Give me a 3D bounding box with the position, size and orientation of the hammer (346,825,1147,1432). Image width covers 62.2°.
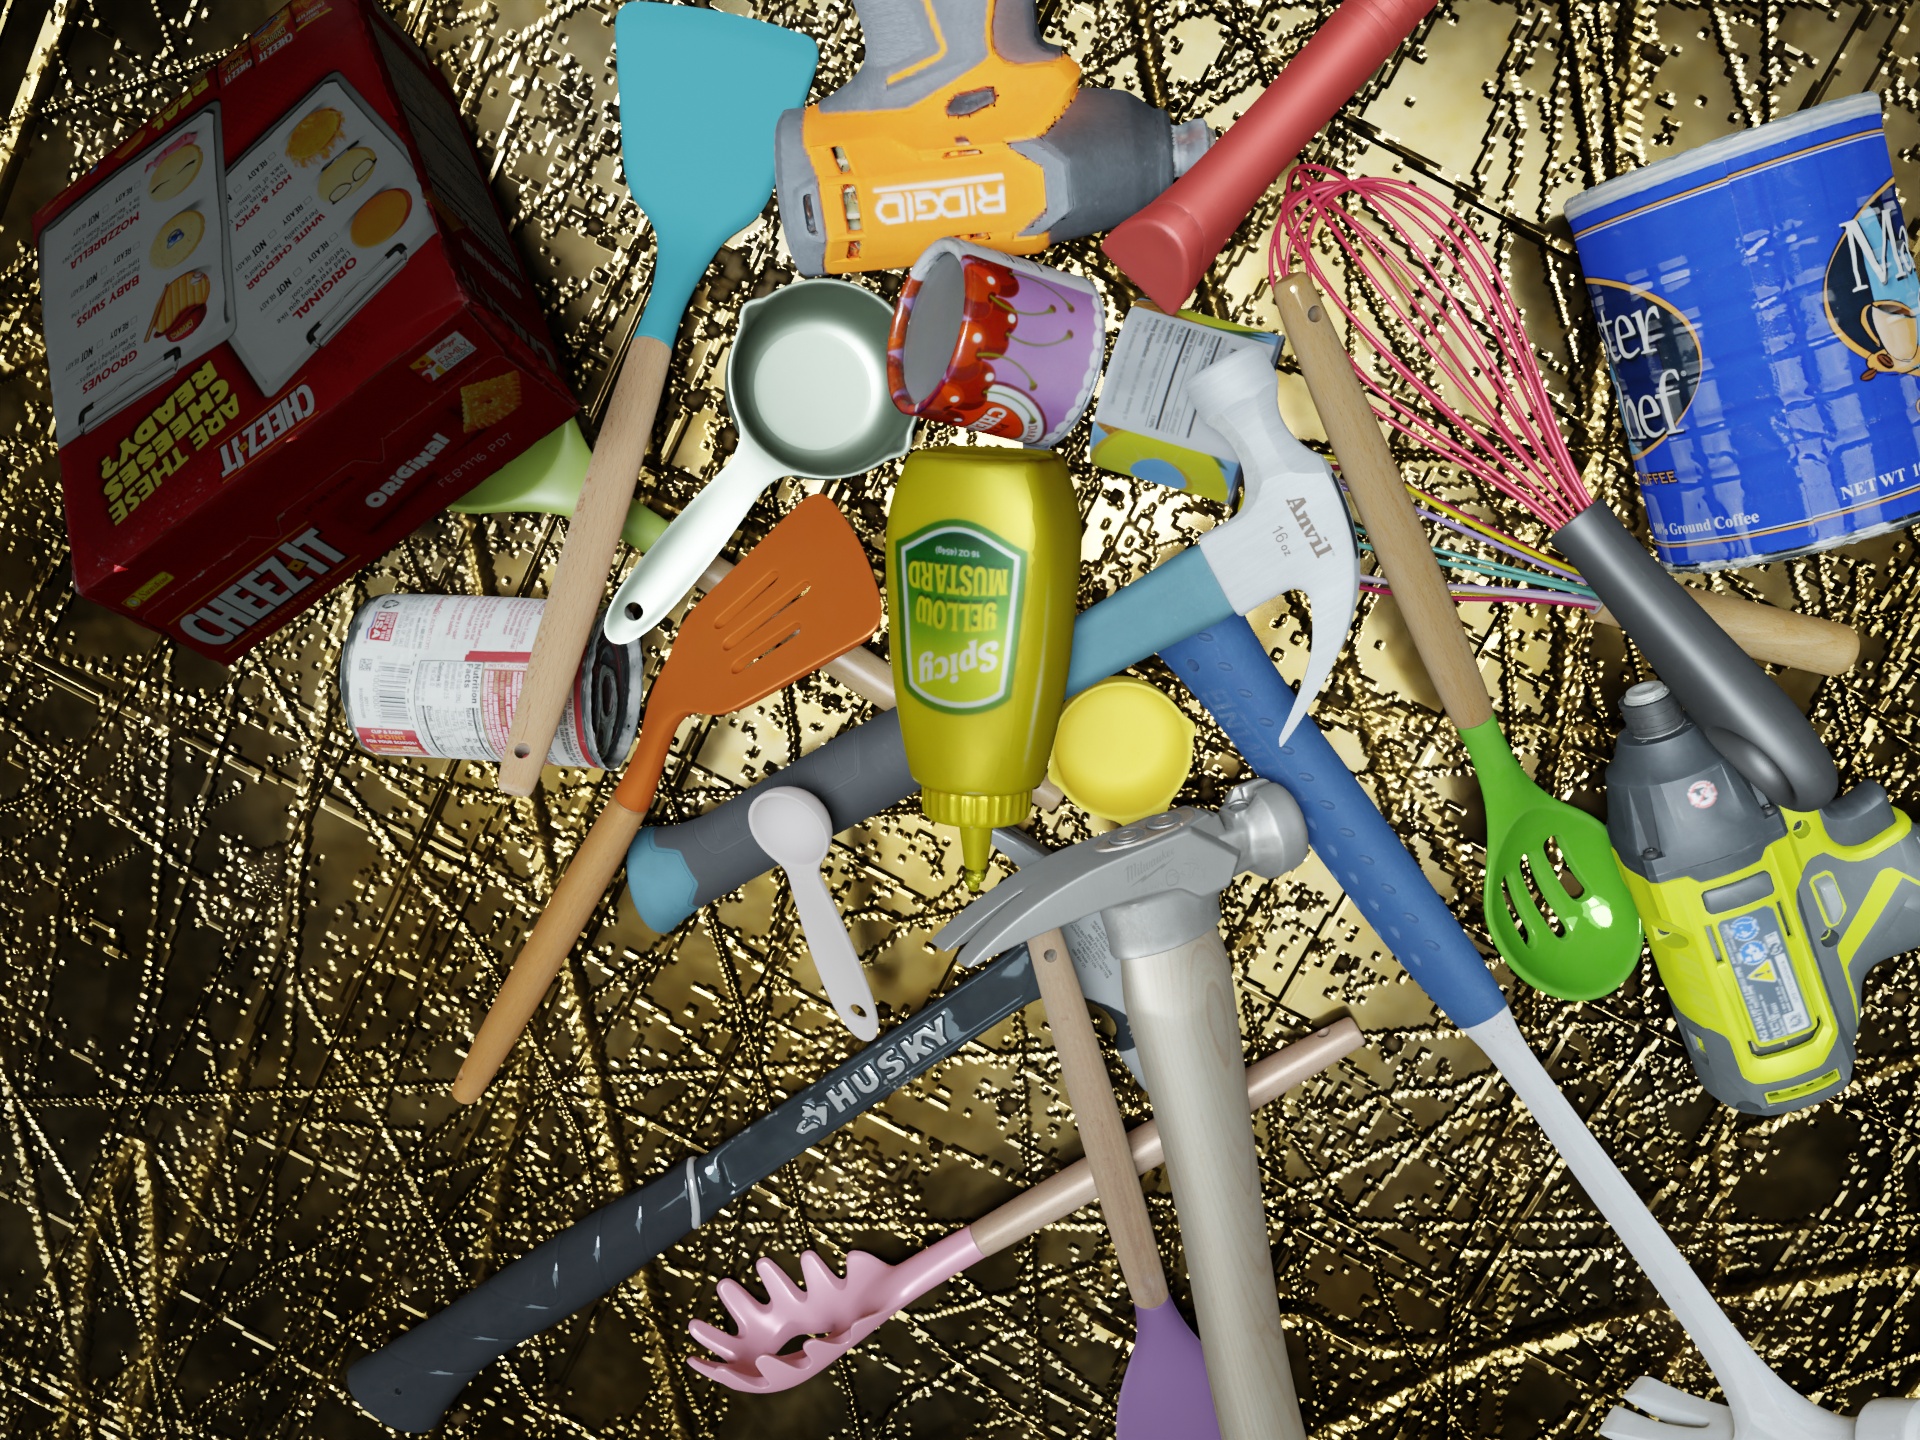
[{"bbox_3d":[-0.102,0.189,0.686,0.409,0.036,0.149,-34,93,9],"label":"hammer"}]

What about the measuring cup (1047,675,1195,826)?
[{"bbox_3d":[0.081,0.054,0.658,0.062,0.029,0.156,-20,105,5],"label":"measuring cup"}]

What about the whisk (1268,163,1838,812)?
[{"bbox_3d":[0.208,-0.087,0.571,0.073,0.073,0.296,-38,79,10],"label":"whisk"}]

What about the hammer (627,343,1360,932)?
[{"bbox_3d":[-0.001,-0.002,0.609,0.331,0.033,0.128,-29,92,23],"label":"hammer"}]

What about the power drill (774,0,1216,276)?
[{"bbox_3d":[0.005,-0.275,0.557,0.164,0.084,0.226,-4,122,5],"label":"power drill"}]

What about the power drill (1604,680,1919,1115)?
[{"bbox_3d":[0.362,0.033,0.592,0.223,0.080,0.171,-23,103,8],"label":"power drill"}]

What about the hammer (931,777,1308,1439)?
[{"bbox_3d":[0.103,0.236,0.637,0.146,0.038,0.410,-19,106,-20],"label":"hammer"}]

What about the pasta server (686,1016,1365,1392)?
[{"bbox_3d":[0.027,0.203,0.676,0.316,0.060,0.040,-31,111,6],"label":"pasta server"}]

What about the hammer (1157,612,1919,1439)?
[{"bbox_3d":[0.207,0.126,0.624,0.035,0.144,0.405,-33,86,-31],"label":"hammer"}]

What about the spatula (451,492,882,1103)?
[{"bbox_3d":[-0.132,0.050,0.635,0.041,0.081,0.322,12,125,-36],"label":"spatula"}]

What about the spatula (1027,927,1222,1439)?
[{"bbox_3d":[0.070,0.218,0.656,0.060,0.018,0.315,-16,109,-1],"label":"spatula"}]

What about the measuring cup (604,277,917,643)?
[{"bbox_3d":[-0.083,-0.097,0.621,0.083,0.038,0.167,40,86,-14],"label":"measuring cup"}]

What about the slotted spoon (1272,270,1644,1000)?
[{"bbox_3d":[0.184,-0.023,0.595,0.070,0.031,0.313,-35,111,-13],"label":"slotted spoon"}]

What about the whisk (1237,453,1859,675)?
[{"bbox_3d":[0.228,-0.057,0.616,0.245,0.051,0.047,14,94,0],"label":"whisk"}]

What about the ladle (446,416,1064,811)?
[{"bbox_3d":[-0.092,-0.054,0.639,0.320,0.062,0.078,33,87,-3],"label":"ladle"}]

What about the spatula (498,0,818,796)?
[{"bbox_3d":[-0.127,-0.125,0.602,0.082,0.044,0.318,12,73,1],"label":"spatula"}]

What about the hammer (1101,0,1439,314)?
[{"bbox_3d":[0.185,-0.285,0.540,0.036,0.149,0.359,43,104,-2],"label":"hammer"}]

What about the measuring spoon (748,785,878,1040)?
[{"bbox_3d":[-0.051,0.076,0.626,0.034,0.018,0.124,1,123,28],"label":"measuring spoon"}]
